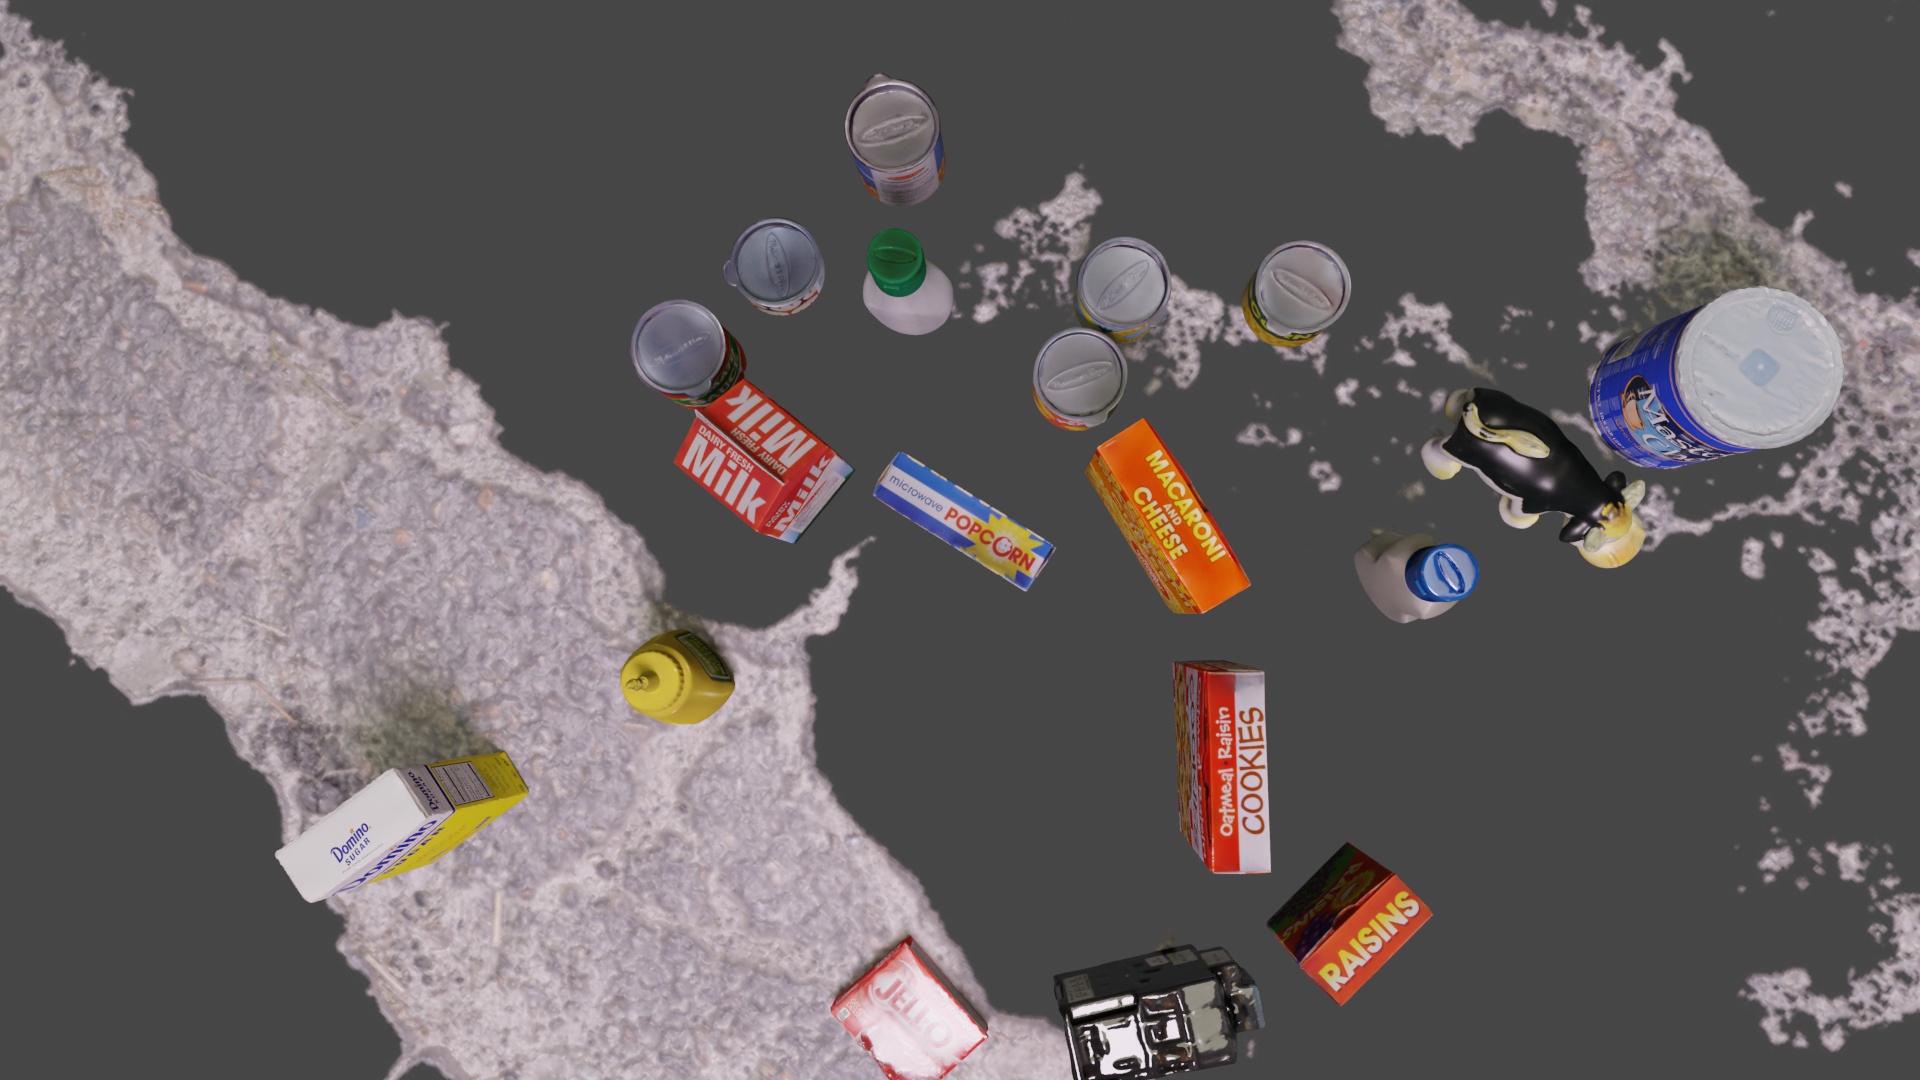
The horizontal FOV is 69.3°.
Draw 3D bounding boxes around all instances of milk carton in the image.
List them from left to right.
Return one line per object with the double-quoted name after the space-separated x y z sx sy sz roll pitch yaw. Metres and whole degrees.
-0.130 -0.051 0.929 0.072 0.190 0.073 39 89 4 "milk carton"

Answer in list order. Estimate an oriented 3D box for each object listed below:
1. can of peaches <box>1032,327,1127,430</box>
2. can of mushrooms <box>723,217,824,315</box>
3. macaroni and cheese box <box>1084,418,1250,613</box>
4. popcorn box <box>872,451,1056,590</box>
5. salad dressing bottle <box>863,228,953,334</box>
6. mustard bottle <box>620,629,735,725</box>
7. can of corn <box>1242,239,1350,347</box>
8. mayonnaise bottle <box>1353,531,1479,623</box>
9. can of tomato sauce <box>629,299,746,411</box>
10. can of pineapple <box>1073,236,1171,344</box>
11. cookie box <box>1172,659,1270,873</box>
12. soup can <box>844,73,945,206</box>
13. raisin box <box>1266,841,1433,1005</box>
0.085 -0.112 0.991 0.071 0.058 0.071 0 87 2 "can of peaches"
-0.135 -0.200 1.017 0.071 0.033 0.071 0 87 2 "can of mushrooms"
0.134 -0.013 0.929 0.040 0.166 0.124 -32 86 0 "macaroni and cheese box"
0.003 -0.012 0.974 0.127 0.085 0.038 32 89 4 "popcorn box"
-0.038 -0.177 0.955 0.064 0.147 0.044 8 88 3 "salad dressing bottle"
-0.195 0.094 0.937 0.049 0.160 0.065 -43 86 0 "mustard bottle"
0.236 -0.172 0.989 0.071 0.058 0.071 0 87 2 "can of corn"
0.306 0.024 0.930 0.041 0.148 0.065 -30 86 1 "mayonnaise bottle"
-0.190 -0.128 0.989 0.071 0.083 0.071 0 87 2 "can of tomato sauce"
0.116 -0.176 0.994 0.071 0.058 0.071 0 87 2 "can of pineapple"
0.169 0.143 0.918 0.040 0.167 0.123 -2 87 2 "cookie box"
-0.046 -0.285 0.994 0.071 0.084 0.071 0 87 2 "soup can"
0.257 0.253 0.930 0.086 0.123 0.040 -44 86 -1 "raisin box"
